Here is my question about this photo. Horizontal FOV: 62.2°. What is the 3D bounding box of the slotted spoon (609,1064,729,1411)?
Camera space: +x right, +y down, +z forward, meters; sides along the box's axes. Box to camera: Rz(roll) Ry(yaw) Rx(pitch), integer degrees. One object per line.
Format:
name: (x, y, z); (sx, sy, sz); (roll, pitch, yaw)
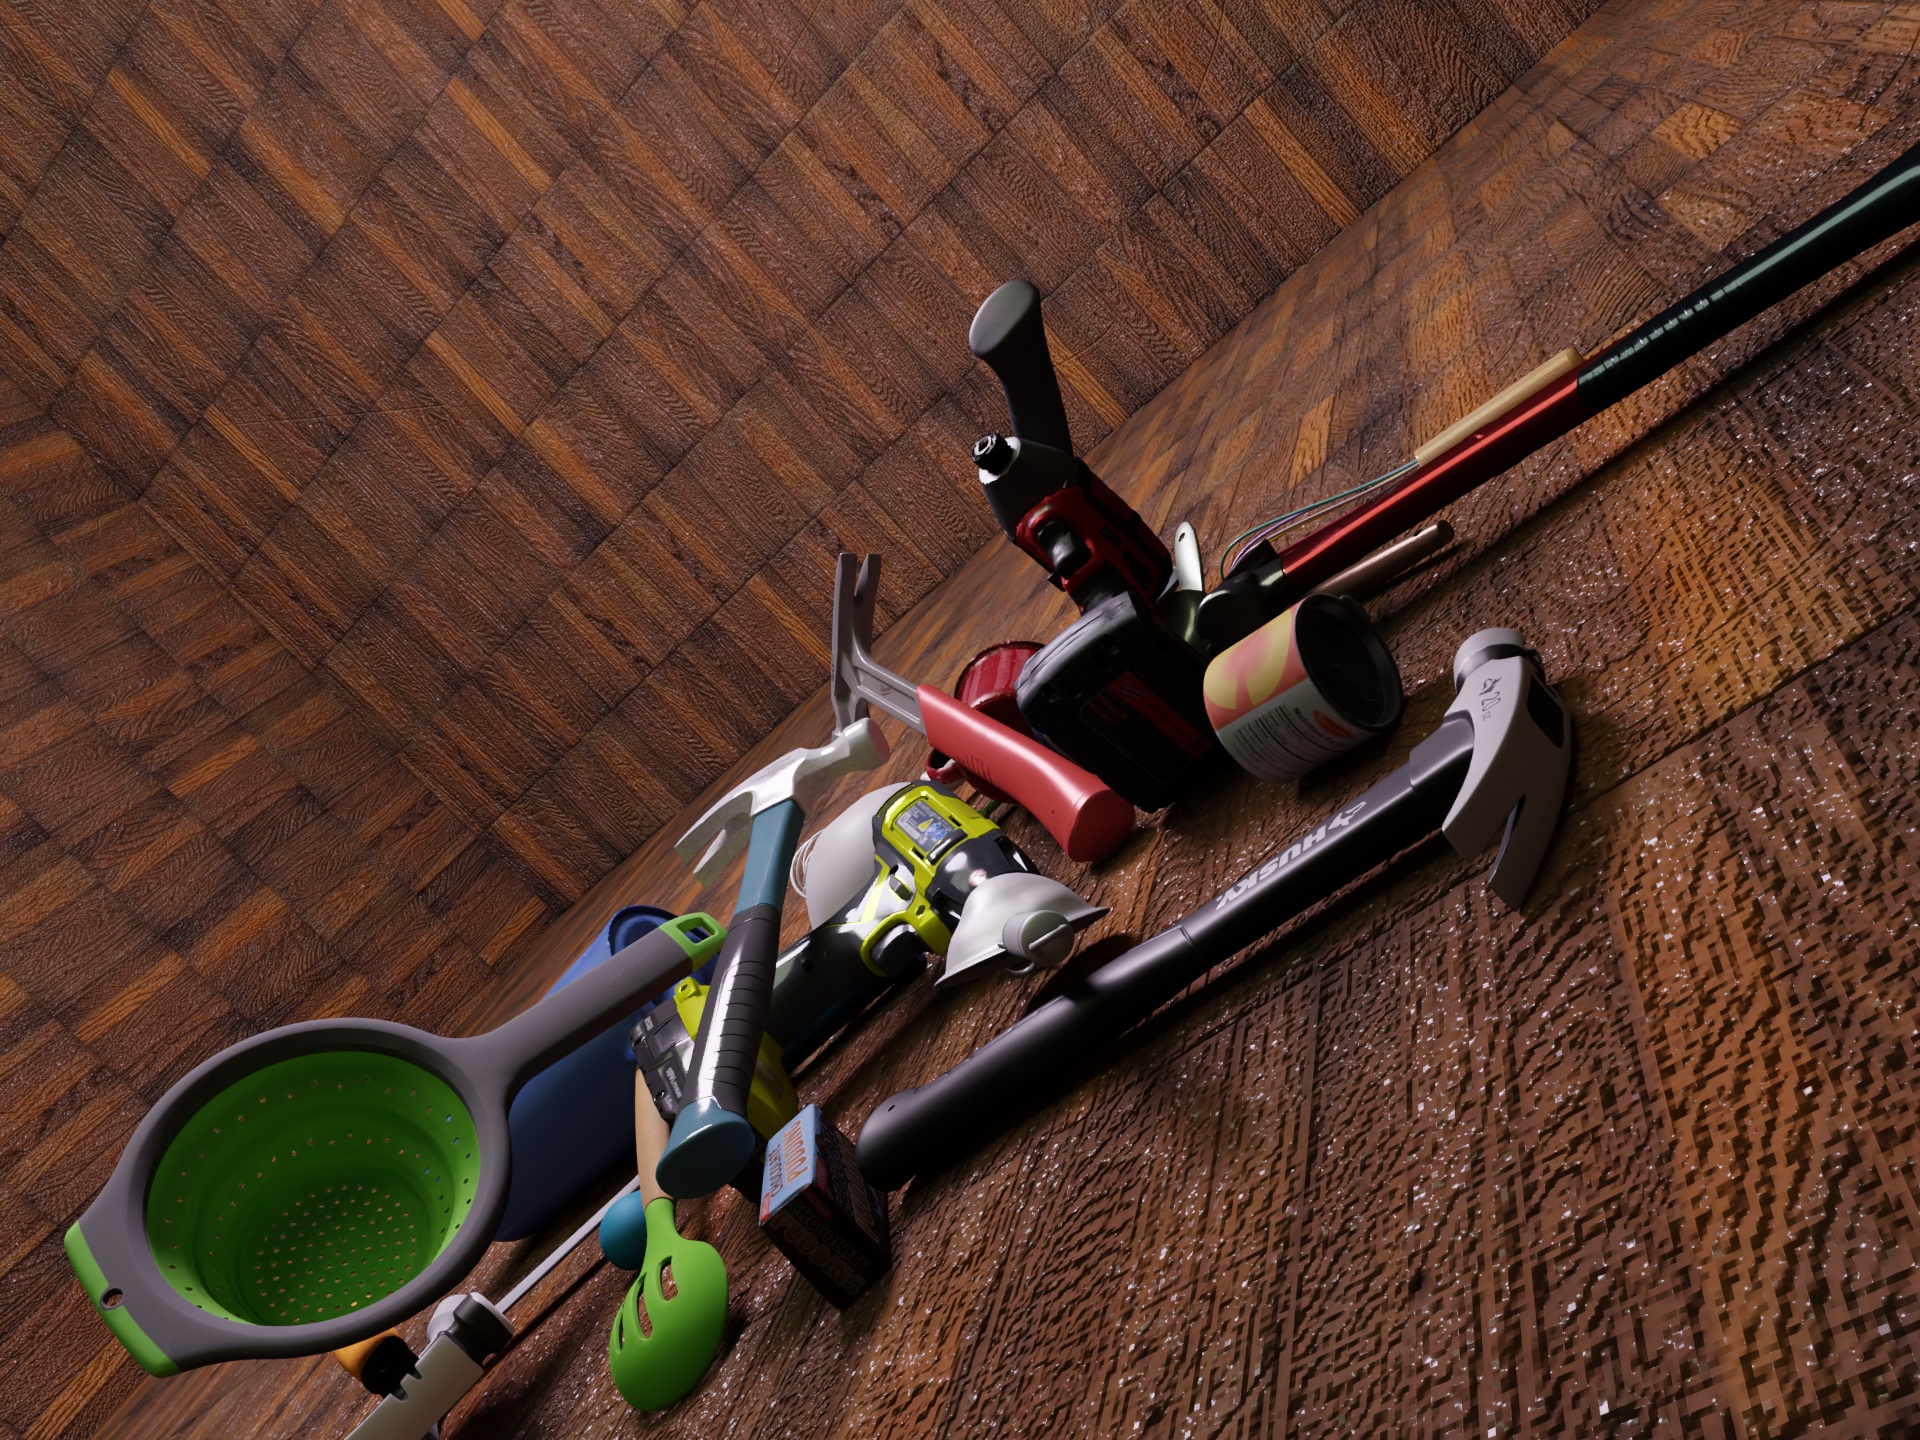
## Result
slotted spoon: (-0.157, 0.240, 0.815); (0.070, 0.031, 0.314); (-46, 17, 0)

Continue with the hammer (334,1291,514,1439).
hammer: (-0.337, 0.373, 0.909); (0.127, 0.034, 0.337); (-46, 8, -27)

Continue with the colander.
colander: (-0.298, 0.241, 0.936); (0.397, 0.205, 0.094); (-31, -33, -36)

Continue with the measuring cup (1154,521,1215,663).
measuring cup: (0.130, -0.073, 0.963); (0.083, 0.038, 0.168); (-46, 29, 37)

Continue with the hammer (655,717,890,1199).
hammer: (-0.106, 0.111, 0.818); (0.128, 0.033, 0.331); (-27, 25, 15)

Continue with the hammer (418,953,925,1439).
hammer: (-0.180, 0.267, 0.943); (0.405, 0.035, 0.144); (-43, 8, 3)

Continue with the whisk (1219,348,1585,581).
whisk: (0.250, -0.138, 0.927); (0.245, 0.051, 0.047); (-35, 5, 29)

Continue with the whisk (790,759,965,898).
whisk: (-0.027, 0.056, 1.204); (0.246, 0.059, 0.057); (-38, -29, -20)

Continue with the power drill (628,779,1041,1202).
power drill: (-0.058, 0.136, 0.838); (0.223, 0.080, 0.171); (-42, 25, -7)

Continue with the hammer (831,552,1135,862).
hammer: (-0.002, -0.003, 0.969); (0.036, 0.149, 0.359); (-2, 15, -26)

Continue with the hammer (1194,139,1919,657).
hammer: (0.285, -0.151, 0.748); (0.386, 0.038, 0.143); (-33, 4, 29)

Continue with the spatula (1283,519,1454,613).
spatula: (0.165, -0.043, 0.928); (0.316, 0.018, 0.060); (-33, 23, 52)

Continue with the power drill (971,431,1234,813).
power drill: (0.072, -0.067, 0.852); (0.078, 0.143, 0.220); (-39, 34, 20)

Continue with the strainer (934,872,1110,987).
strainer: (0.027, 0.085, 0.650); (0.087, 0.050, 0.258); (-23, -6, -5)

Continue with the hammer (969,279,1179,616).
hammer: (0.071, -0.134, 1.016); (0.149, 0.036, 0.408); (-37, -28, -6)

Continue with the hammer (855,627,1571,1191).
hammer: (0.080, 0.093, 0.599); (0.334, 0.035, 0.146); (-39, 9, 26)

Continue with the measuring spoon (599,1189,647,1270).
measuring spoon: (-0.162, 0.242, 0.885); (0.042, 0.021, 0.129); (15, 66, 31)

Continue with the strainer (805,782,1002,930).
strainer: (-0.080, 0.106, 1.024); (0.151, 0.069, 0.256); (-39, -1, 32)
